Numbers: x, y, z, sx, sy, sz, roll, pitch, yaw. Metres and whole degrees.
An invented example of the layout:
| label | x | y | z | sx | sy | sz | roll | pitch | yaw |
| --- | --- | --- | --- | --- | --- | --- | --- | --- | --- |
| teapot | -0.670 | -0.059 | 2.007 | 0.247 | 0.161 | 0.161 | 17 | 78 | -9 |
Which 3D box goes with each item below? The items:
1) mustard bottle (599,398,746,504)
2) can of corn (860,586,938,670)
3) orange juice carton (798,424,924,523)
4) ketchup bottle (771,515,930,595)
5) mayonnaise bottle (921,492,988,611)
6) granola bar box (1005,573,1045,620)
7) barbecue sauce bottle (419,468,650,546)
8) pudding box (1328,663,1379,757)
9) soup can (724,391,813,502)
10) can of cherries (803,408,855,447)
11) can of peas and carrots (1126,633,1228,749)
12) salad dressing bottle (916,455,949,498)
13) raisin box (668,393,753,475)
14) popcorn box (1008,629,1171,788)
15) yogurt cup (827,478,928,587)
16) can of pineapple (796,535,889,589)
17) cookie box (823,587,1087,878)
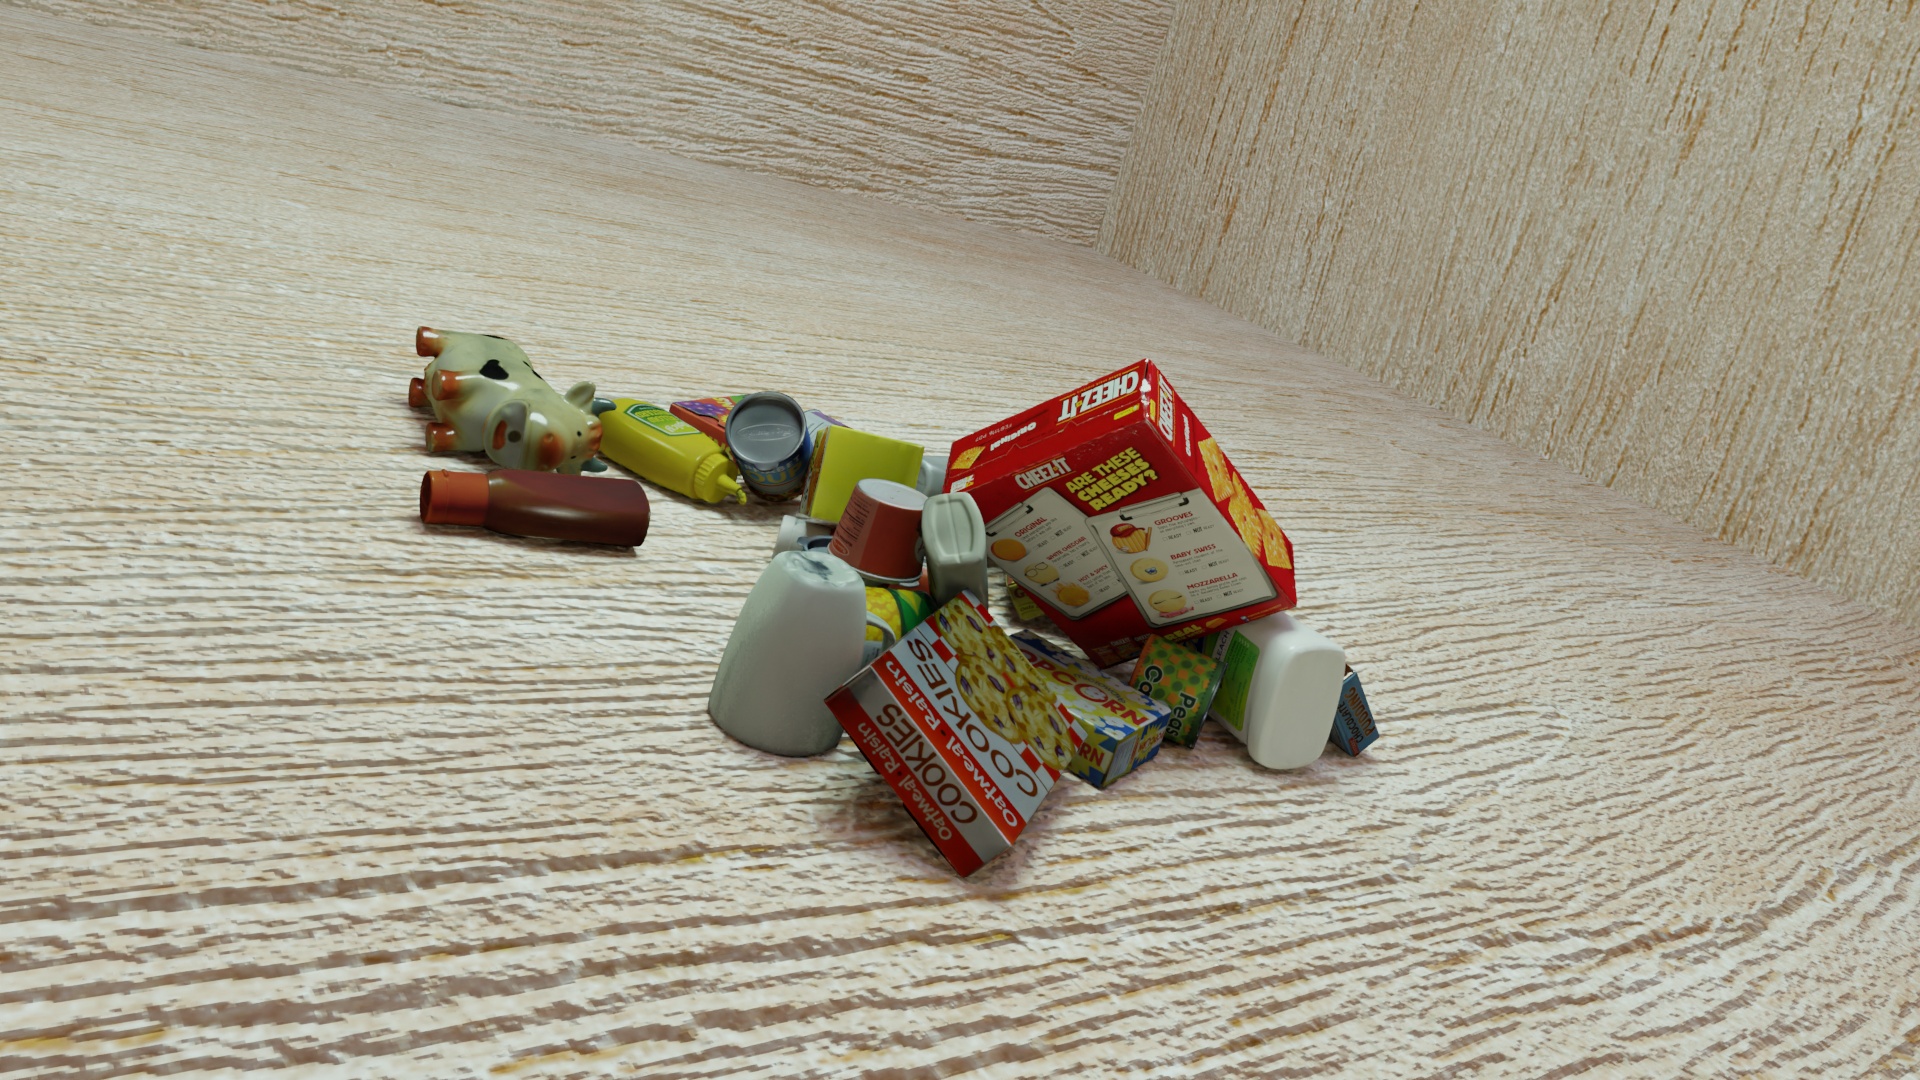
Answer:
| label | x | y | z | sx | sy | sz | roll | pitch | yaw |
| --- | --- | --- | --- | --- | --- | --- | --- | --- | --- |
| mustard bottle | -0.231 | -0.069 | 1.143 | 0.160 | 0.048 | 0.065 | 28 | 22 | 26 |
| can of corn | -0.054 | 0.062 | 0.915 | 0.058 | 0.071 | 0.071 | 7 | 22 | -30 |
| orange juice carton | -0.083 | -0.047 | 1.099 | 0.073 | 0.071 | 0.192 | 13 | 1 | -10 |
| ketchup bottle | -0.068 | 0.018 | 1.062 | 0.149 | 0.043 | 0.065 | 15 | 14 | -7 |
| mayonnaise bottle | -0.002 | 0.032 | 0.946 | 0.041 | 0.147 | 0.065 | -8 | 56 | -3 |
| granola bar box | 0.097 | -0.012 | 1.148 | 0.124 | 0.039 | 0.166 | -18 | 30 | 9 |
| barbecue sauce bottle | -0.297 | -0.025 | 0.970 | 0.149 | 0.043 | 0.065 | 5 | 23 | -33 |
| pudding box | 0.283 | 0.121 | 1.052 | 0.050 | 0.030 | 0.083 | 44 | -12 | 52 |
| soup can | -0.156 | -0.074 | 1.154 | 0.071 | 0.071 | 0.083 | 22 | -19 | 9 |
| can of cherries | -0.119 | -0.075 | 1.243 | 0.058 | 0.071 | 0.072 | 28 | 21 | 25 |
| can of peas and carrots | 0.149 | 0.107 | 0.981 | 0.059 | 0.070 | 0.071 | 22 | 19 | 13 |
| salad dressing bottle | 0.005 | -0.058 | 1.343 | 0.064 | 0.044 | 0.148 | 28 | 20 | 37 |
| raisin box | -0.199 | -0.099 | 1.272 | 0.086 | 0.040 | 0.124 | 27 | 21 | 22 |
| popcorn box | 0.068 | 0.110 | 0.938 | 0.127 | 0.038 | 0.085 | 28 | 21 | 26 |
| yogurt cup | -0.052 | -0.008 | 0.949 | 0.072 | 0.053 | 0.072 | 16 | 18 | -5 |
| can of pineapple | -0.087 | 0.035 | 0.973 | 0.071 | 0.057 | 0.071 | 17 | 18 | -6 |
| cookie box | 0.002 | 0.106 | 0.810 | 0.123 | 0.040 | 0.168 | 51 | 23 | 2 |
